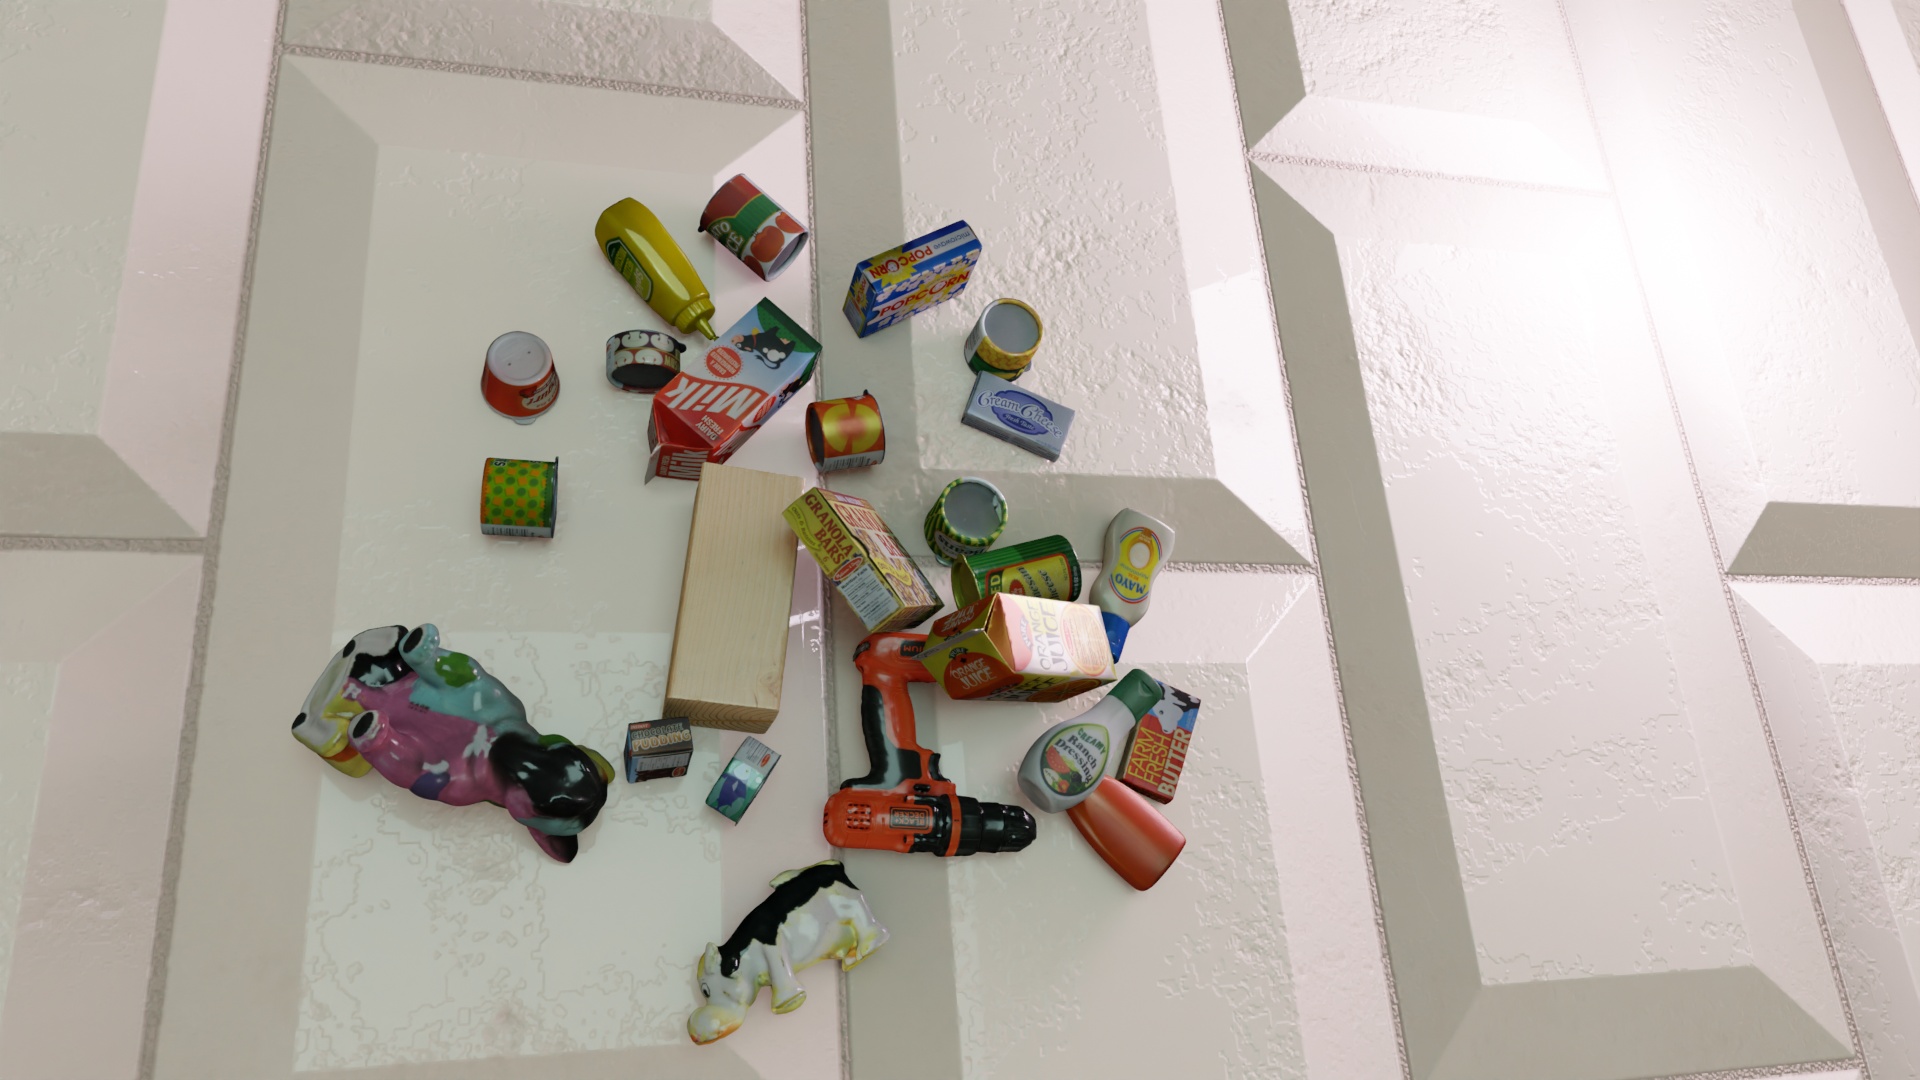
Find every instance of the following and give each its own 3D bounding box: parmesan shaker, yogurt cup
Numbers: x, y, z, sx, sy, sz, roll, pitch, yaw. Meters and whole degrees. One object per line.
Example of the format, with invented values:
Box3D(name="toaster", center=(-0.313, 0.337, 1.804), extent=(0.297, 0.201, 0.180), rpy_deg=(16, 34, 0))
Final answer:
Box3D(name="parmesan shaker", center=(0.051, 0.034, 1.264), extent=(0.103, 0.071, 0.071), rpy_deg=(-14, 73, -21))
Box3D(name="yogurt cup", center=(-0.387, -0.147, 1.219), extent=(0.072, 0.053, 0.072), rpy_deg=(6, 66, -14))

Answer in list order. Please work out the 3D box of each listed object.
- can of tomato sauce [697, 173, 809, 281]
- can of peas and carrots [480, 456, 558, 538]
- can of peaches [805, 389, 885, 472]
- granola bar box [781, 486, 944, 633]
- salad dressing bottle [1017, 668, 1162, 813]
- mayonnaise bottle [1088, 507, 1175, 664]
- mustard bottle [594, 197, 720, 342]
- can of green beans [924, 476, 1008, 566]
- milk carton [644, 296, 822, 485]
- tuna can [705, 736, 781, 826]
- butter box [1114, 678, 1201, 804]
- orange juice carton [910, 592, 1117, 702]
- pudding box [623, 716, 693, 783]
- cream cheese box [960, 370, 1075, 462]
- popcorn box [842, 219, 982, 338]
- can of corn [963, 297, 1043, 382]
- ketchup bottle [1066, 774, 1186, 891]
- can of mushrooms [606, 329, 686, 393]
Box3D(name="can of tomato sauce", center=(-0.198, -0.297, 1.329), extent=(0.083, 0.071, 0.071), rpy_deg=(41, 64, 2))
Box3D(name="can of peas and carrots", center=(-0.371, -0.038, 1.172), extent=(0.059, 0.070, 0.071), rpy_deg=(3, 68, -14))
Box3D(name="can of peaches", center=(-0.107, -0.100, 1.275), extent=(0.058, 0.071, 0.071), rpy_deg=(-11, 72, -19))
Box3D(name="granola bar box", center=(-0.078, 0.017, 1.183), extent=(0.039, 0.165, 0.124), rpy_deg=(-39, 82, 7))
Box3D(name="salad dressing bottle", center=(0.113, 0.169, 1.194), extent=(0.148, 0.043, 0.064), rpy_deg=(-41, 87, -25))
Box3D(name="mayonnaise bottle", center=(0.153, 0.045, 1.305), extent=(0.065, 0.041, 0.149), rpy_deg=(26, 63, -7))
Box3D(name="mustard bottle", center=(-0.273, -0.241, 1.286), extent=(0.049, 0.065, 0.160), rpy_deg=(-38, 87, -30))
Box3D(name="can of green beans", center=(0.005, -0.018, 1.278), extent=(0.071, 0.057, 0.071), rpy_deg=(6, 67, -14))
Box3D(name="milk carton", center=(-0.216, -0.124, 1.249), extent=(0.073, 0.072, 0.191), rpy_deg=(41, 64, 2))
Box3D(name="tuna can", center=(-0.179, 0.197, 1.135), extent=(0.033, 0.070, 0.071), rpy_deg=(33, 64, -1))
Box3D(name="butter box", center=(0.180, 0.183, 1.267), extent=(0.053, 0.024, 0.104), rpy_deg=(23, 64, -5))
Box3D(name="orange juice carton", center=(0.046, 0.093, 1.187), extent=(0.193, 0.071, 0.073), rpy_deg=(9, 61, -49))
Box3D(name="pudding box", center=(-0.244, 0.169, 1.116), extent=(0.050, 0.083, 0.030), rpy_deg=(-5, 68, -18))
Box3D(name="cream cheese box", center=(0.056, -0.121, 1.354), extent=(0.104, 0.024, 0.053), rpy_deg=(23, 64, -6))
Box3D(name="popcorn box", center=(-0.047, -0.253, 1.344), extent=(0.127, 0.085, 0.038), rpy_deg=(-28, 78, -24))
Box3D(name="can of corn", center=(0.045, -0.195, 1.362), extent=(0.071, 0.058, 0.071), rpy_deg=(6, 68, -14))
Box3D(name="ketchup bottle", center=(0.125, 0.235, 1.218), extent=(0.149, 0.043, 0.065), rpy_deg=(43, 65, 4))
Box3D(name="can of mushrooms", center=(-0.282, -0.160, 1.247), extent=(0.071, 0.070, 0.033), rpy_deg=(2, 69, -16))
